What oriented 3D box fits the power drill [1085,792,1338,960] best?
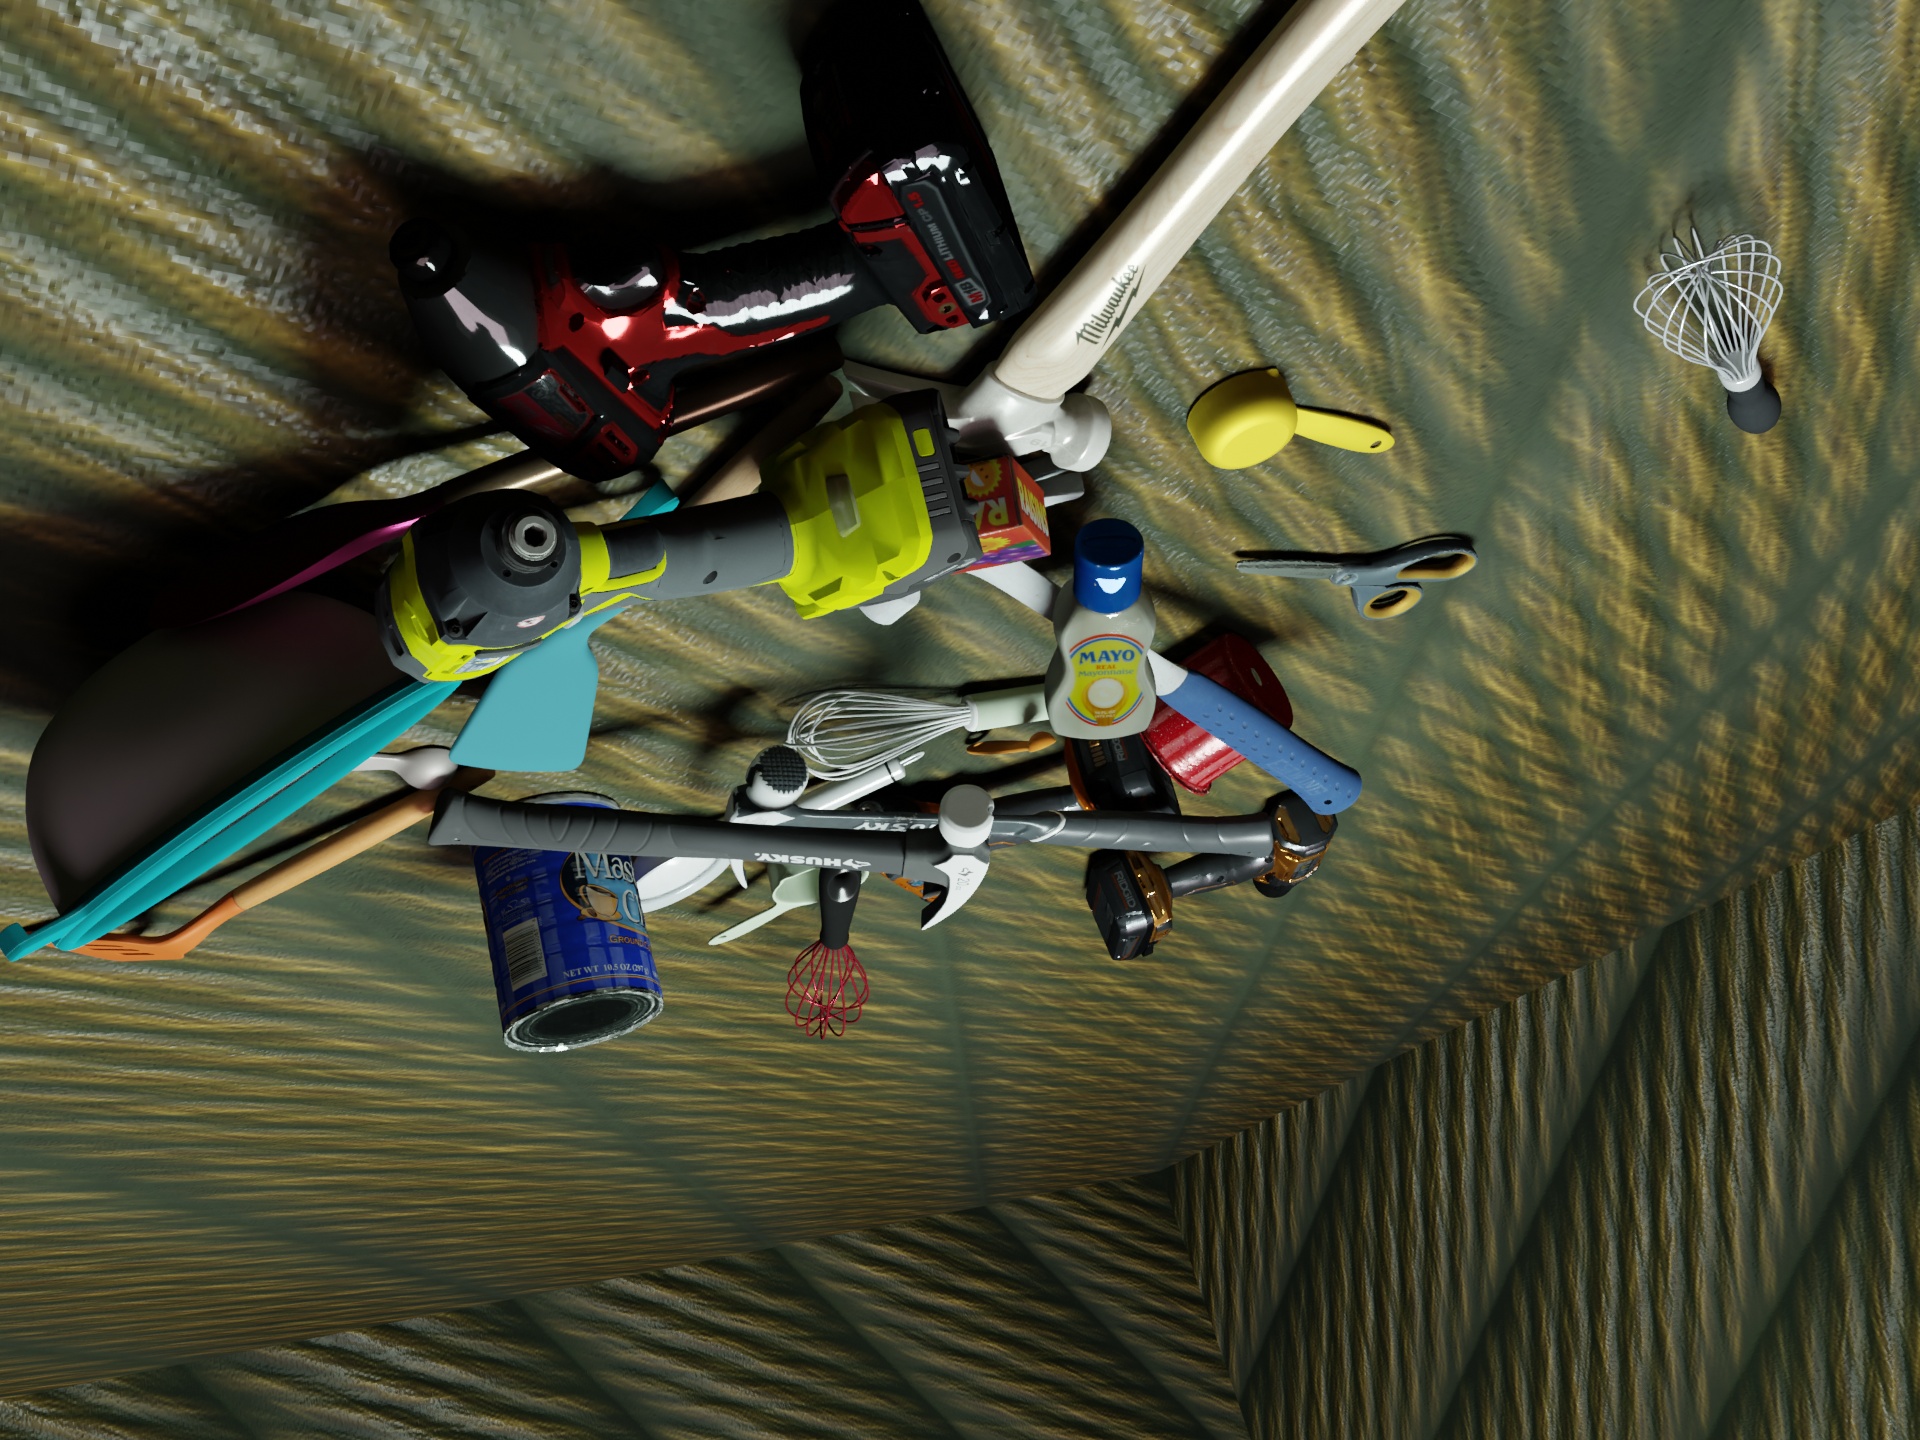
[{"bbox_3d":[0.237,0.152,1.508,0.226,0.084,0.185,-20,158,-7],"label":"power drill"}]

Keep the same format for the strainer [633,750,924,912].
[{"bbox_3d":[-0.143,0.076,1.129,0.258,0.050,0.086,-25,161,1],"label":"strainer"}]

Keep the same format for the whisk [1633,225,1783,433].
[{"bbox_3d":[0.440,-0.210,0.909,0.070,0.070,0.284,-30,158,25],"label":"whisk"}]

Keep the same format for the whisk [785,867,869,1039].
[{"bbox_3d":[-0.102,0.181,1.271,0.073,0.073,0.295,-11,149,-15],"label":"whisk"}]

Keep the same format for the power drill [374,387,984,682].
[{"bbox_3d":[-0.111,-0.072,0.644,0.223,0.080,0.171,-16,-179,-28],"label":"power drill"}]

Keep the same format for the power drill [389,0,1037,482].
[{"bbox_3d":[-0.095,-0.172,0.596,0.219,0.079,0.143,-20,156,13],"label":"power drill"}]

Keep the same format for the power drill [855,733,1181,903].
[{"bbox_3d":[0.035,0.065,1.183,0.226,0.084,0.164,-21,154,15],"label":"power drill"}]

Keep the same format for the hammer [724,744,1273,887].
[{"bbox_3d":[0.037,0.075,1.081,0.408,0.036,0.149,4,150,-23],"label":"hammer"}]

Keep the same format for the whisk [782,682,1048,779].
[{"bbox_3d":[-0.002,-0.003,1.059,0.246,0.058,0.059,-9,-171,-26],"label":"whisk"}]

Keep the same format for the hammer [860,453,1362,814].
[{"bbox_3d":[0.128,-0.031,0.975,0.144,0.035,0.405,-35,135,29],"label":"hammer"}]

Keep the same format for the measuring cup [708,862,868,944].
[{"bbox_3d":[-0.144,0.130,1.246,0.167,0.038,0.083,-31,153,31],"label":"measuring cup"}]

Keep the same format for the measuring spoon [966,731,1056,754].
[{"bbox_3d":[0.032,0.015,1.101,0.021,0.011,0.117,-25,-171,-24],"label":"measuring spoon"}]

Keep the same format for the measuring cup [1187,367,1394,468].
[{"bbox_3d":[0.192,-0.155,0.877,0.156,0.029,0.062,4,148,-36],"label":"measuring cup"}]

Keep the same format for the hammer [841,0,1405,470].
[{"bbox_3d":[0.108,-0.241,0.634,0.146,0.038,0.410,4,148,-37],"label":"hammer"}]

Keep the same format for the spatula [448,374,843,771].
[{"bbox_3d":[-0.156,-0.067,0.807,0.082,0.044,0.317,7,146,-44],"label":"spatula"}]

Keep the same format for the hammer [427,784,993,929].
[{"bbox_3d":[-0.151,0.074,0.958,0.334,0.035,0.146,4,150,-3],"label":"hammer"}]

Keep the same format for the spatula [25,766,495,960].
[{"bbox_3d":[-0.430,0.092,0.989,0.322,0.041,0.081,-27,155,9],"label":"spatula"}]

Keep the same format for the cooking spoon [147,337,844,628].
[{"bbox_3d":[-0.200,-0.105,0.696,0.319,0.069,0.017,-22,126,-4],"label":"cooking spoon"}]

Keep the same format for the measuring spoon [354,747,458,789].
[{"bbox_3d":[-0.350,0.030,0.913,0.124,0.018,0.034,2,149,-35],"label":"measuring spoon"}]

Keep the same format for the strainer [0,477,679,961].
[{"bbox_3d":[-0.292,-0.034,0.735,0.340,0.095,0.211,-38,-172,-6],"label":"strainer"}]
